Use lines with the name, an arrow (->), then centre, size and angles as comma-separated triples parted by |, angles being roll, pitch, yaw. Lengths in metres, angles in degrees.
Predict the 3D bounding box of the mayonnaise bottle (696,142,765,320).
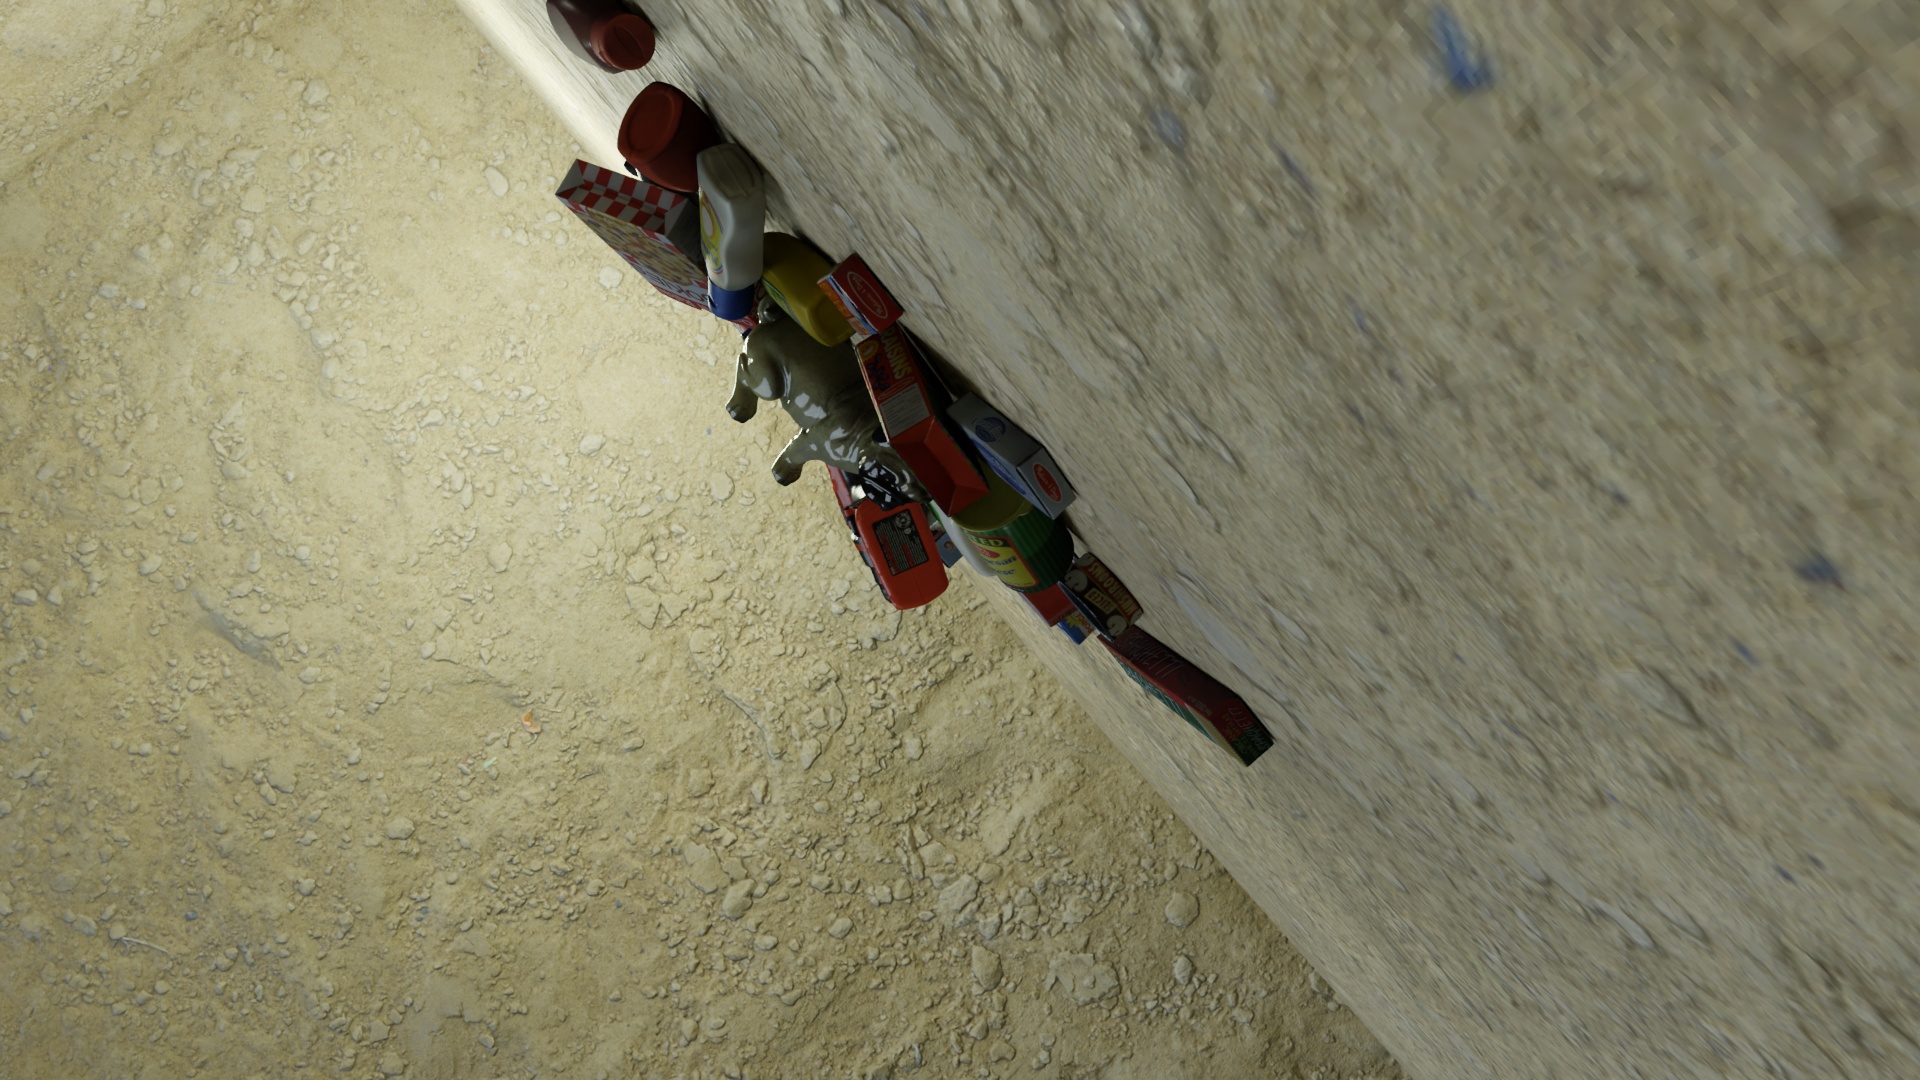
mayonnaise bottle -> -0.174, -0.227, 1.054 | 0.065, 0.041, 0.147 | 58, 157, 23

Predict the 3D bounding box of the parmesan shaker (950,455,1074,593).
parmesan shaker -> 0.041, -0.010, 1.023 | 0.071, 0.071, 0.102 | 46, 176, 37

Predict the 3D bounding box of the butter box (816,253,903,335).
butter box -> -0.072, -0.171, 0.976 | 0.053, 0.024, 0.103 | 50, 176, -13

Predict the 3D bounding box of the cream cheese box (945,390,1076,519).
cream cheese box -> 0.033, -0.058, 0.924 | 0.053, 0.024, 0.104 | 53, 175, -38

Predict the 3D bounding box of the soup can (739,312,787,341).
soup can -> -0.142, -0.184, 1.233 | 0.071, 0.084, 0.071 | 48, 176, 4

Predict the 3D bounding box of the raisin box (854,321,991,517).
raisin box -> -0.028, -0.087, 0.985 | 0.086, 0.040, 0.124 | 50, -167, -41

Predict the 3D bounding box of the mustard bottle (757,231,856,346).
mustard bottle -> -0.133, -0.210, 1.107 | 0.161, 0.049, 0.065 | 45, 172, 45

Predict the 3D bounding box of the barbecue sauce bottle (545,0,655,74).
barbecue sauce bottle -> -0.252, -0.359, 0.983 | 0.064, 0.044, 0.149 | 51, 176, -35

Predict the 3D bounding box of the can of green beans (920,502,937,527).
can of green beans -> -0.004, -0.019, 1.336 | 0.071, 0.058, 0.071 | 35, 132, 53

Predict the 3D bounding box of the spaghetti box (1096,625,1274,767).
spaghetti box -> 0.169, 0.112, 1.089 | 0.050, 0.029, 0.250 | 50, 176, -17

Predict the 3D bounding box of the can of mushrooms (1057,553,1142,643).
can of mushrooms -> 0.106, 0.044, 1.065 | 0.071, 0.033, 0.071 | 49, 177, 4

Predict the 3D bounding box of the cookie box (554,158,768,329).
cookie box -> -0.238, -0.241, 1.153 | 0.123, 0.040, 0.167 | 24, 171, 25

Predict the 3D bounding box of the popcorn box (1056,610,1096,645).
popcorn box -> 0.079, 0.039, 1.337 | 0.085, 0.038, 0.127 | 51, 176, -27

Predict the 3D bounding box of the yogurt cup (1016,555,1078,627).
yogurt cup -> 0.078, 0.036, 1.175 | 0.072, 0.054, 0.072 | 48, 177, 3

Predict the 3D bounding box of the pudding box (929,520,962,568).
pudding box -> 0.005, -0.016, 1.270 | 0.030, 0.084, 0.050 | 48, 176, -17

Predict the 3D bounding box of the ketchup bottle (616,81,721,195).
ketchup bottle -> -0.207, -0.292, 1.052 | 0.043, 0.064, 0.149 | 31, -177, 9

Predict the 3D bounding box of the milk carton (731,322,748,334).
milk carton -> -0.191, -0.233, 1.399 | 0.072, 0.073, 0.190 | 49, 176, -5
